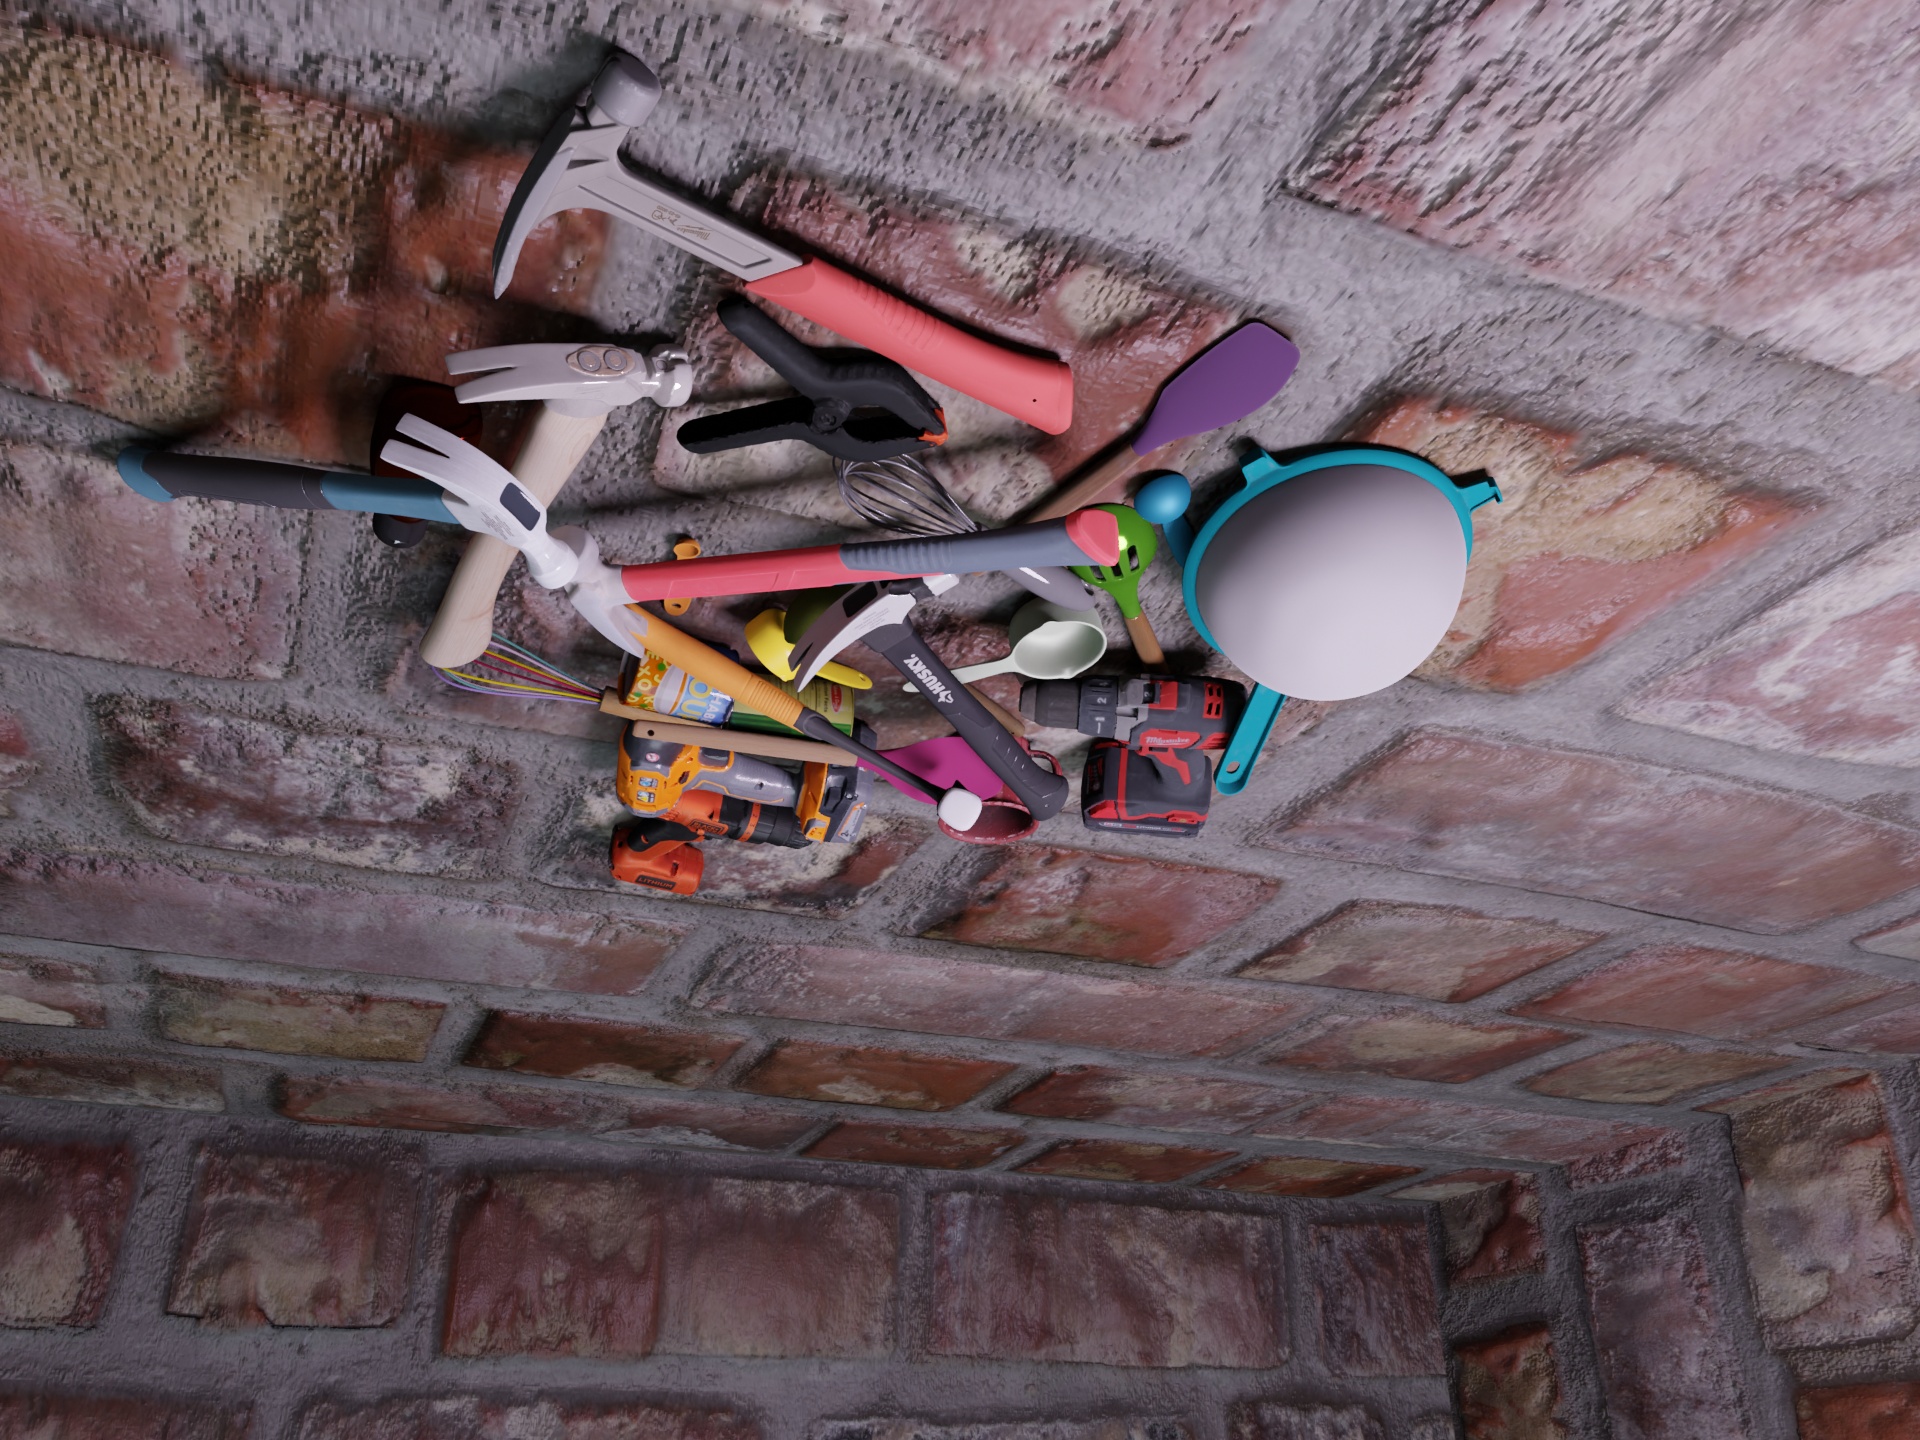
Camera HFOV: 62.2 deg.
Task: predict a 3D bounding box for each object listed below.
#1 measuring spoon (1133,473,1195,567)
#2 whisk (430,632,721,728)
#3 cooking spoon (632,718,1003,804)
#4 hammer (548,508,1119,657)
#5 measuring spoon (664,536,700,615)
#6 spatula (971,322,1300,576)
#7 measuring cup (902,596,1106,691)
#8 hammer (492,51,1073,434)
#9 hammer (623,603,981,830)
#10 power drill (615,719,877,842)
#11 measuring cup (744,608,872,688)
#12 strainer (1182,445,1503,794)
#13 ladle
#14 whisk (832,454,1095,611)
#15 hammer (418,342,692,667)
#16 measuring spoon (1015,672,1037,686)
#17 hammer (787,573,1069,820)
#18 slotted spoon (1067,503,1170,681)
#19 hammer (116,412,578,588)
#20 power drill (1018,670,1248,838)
[{"bbox_3d":[0.159,-0.135,1.155,0.042,0.021,0.128,-26,149,9],"label":"measuring spoon"},{"bbox_3d":[-0.317,-0.028,1.314,0.245,0.051,0.047,16,176,-15],"label":"whisk"},{"bbox_3d":[-0.112,0.026,1.320,0.318,0.017,0.068,8,117,-18],"label":"cooking spoon"},{"bbox_3d":[-0.082,-0.100,1.095,0.386,0.038,0.143,-4,155,13],"label":"hammer"},{"bbox_3d":[-0.214,-0.110,1.220,0.021,0.011,0.117,6,155,-13],"label":"measuring spoon"},{"bbox_3d":[0.106,-0.174,1.091,0.059,0.018,0.316,26,142,-28],"label":"spatula"},{"bbox_3d":[0.032,-0.058,1.269,0.167,0.038,0.083,-14,147,10],"label":"measuring cup"},{"bbox_3d":[-0.080,-0.238,0.922,0.358,0.037,0.149,18,133,-35],"label":"hammer"},{"bbox_3d":[-0.137,-0.010,1.255,0.337,0.034,0.127,30,178,-6],"label":"hammer"},{"bbox_3d":[-0.194,0.039,1.431,0.226,0.084,0.164,8,149,-9],"label":"power drill"},{"bbox_3d":[-0.113,-0.054,1.298,0.029,0.062,0.156,-40,150,21],"label":"measuring cup"},{"bbox_3d":[0.256,-0.038,1.171,0.211,0.095,0.340,5,134,-12],"label":"strainer"},{"bbox_3d":[-0.033,-0.034,1.319,0.078,0.062,0.319,1,160,35],"label":"ladle"},{"bbox_3d":[0.008,-0.131,1.122,0.238,0.055,0.055,26,143,-33],"label":"whisk"},{"bbox_3d":[-0.322,-0.132,1.095,0.146,0.038,0.410,-10,163,-35],"label":"hammer"},{"bbox_3d":[0.087,-0.018,1.389,0.034,0.018,0.124,-15,150,26],"label":"measuring spoon"},{"bbox_3d":[-0.002,-0.004,1.259,0.146,0.035,0.334,-30,140,11],"label":"hammer"},{"bbox_3d":[0.144,-0.076,1.271,0.070,0.031,0.313,-17,151,10],"label":"slotted spoon"},{"bbox_3d":[-0.407,-0.146,1.014,0.331,0.033,0.128,8,151,24],"label":"hammer"},{"bbox_3d":[0.145,0.023,1.385,0.188,0.080,0.226,4,155,4],"label":"power drill"}]
